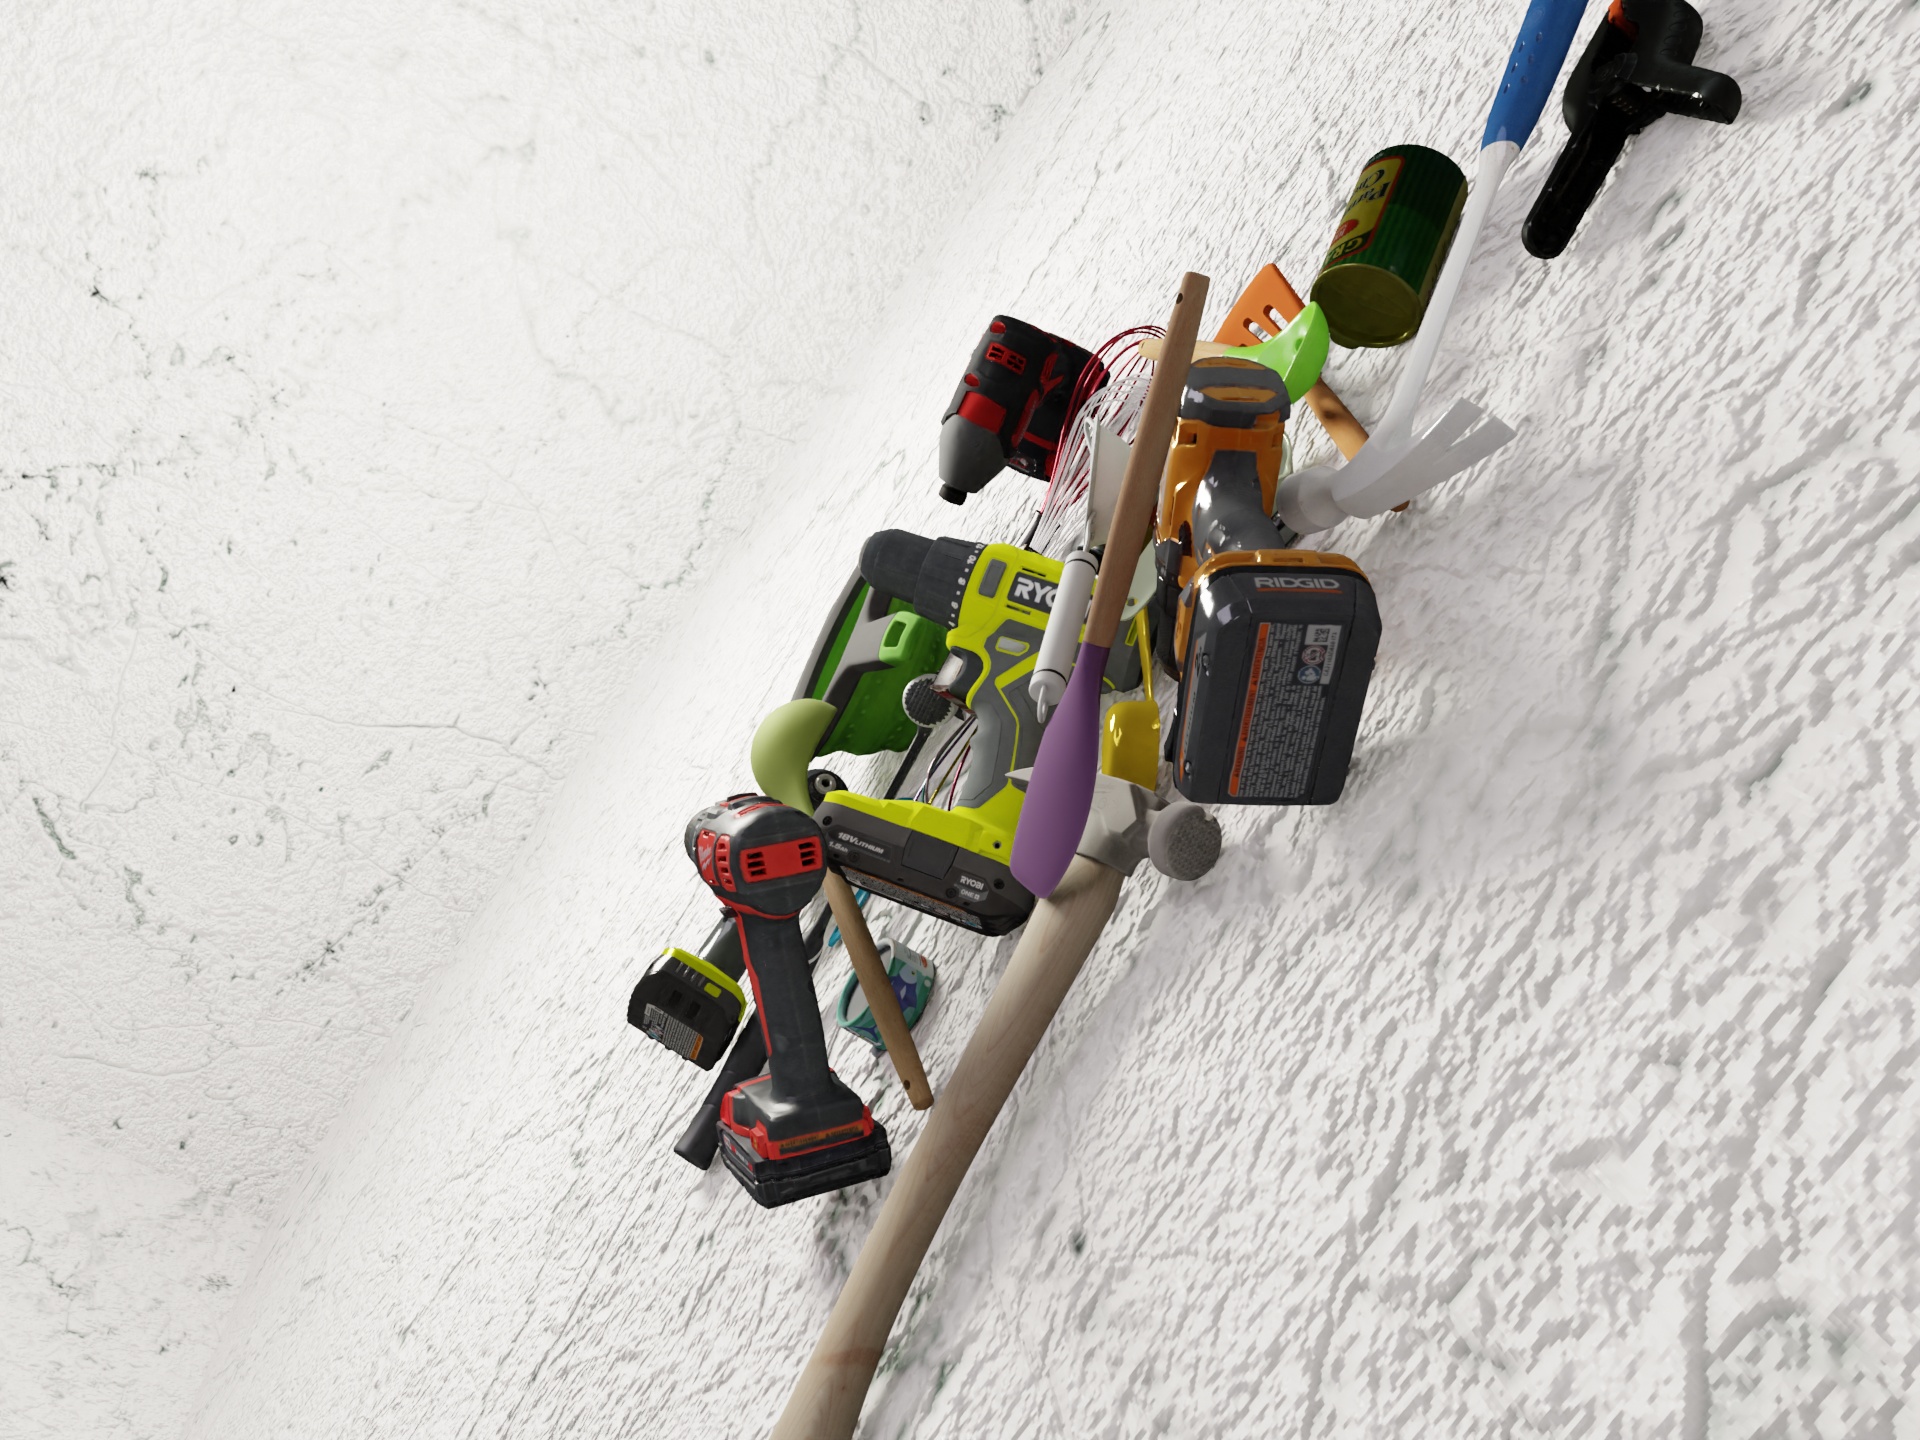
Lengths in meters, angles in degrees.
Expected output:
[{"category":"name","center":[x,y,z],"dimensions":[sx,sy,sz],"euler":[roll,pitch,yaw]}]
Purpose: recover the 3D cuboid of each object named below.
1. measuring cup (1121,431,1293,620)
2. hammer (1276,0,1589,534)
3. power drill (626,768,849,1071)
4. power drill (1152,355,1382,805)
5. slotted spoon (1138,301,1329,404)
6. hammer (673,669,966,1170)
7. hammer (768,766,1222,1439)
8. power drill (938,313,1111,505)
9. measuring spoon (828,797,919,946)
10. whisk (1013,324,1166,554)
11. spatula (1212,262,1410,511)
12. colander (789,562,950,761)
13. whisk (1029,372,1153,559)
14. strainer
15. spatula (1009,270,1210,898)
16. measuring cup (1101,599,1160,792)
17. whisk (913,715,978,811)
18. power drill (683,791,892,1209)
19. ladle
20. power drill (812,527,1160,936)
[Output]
[{"category":"measuring cup","center":[0.138,-0.111,0.935],"dimensions":[0.083,0.038,0.168],"euler":[21,64,31]},{"category":"hammer","center":[0.280,-0.286,0.822],"dimensions":[0.405,0.035,0.144],"euler":[-66,18,-13]},{"category":"power drill","center":[-0.158,0.142,1.211],"dimensions":[0.223,0.080,0.171],"euler":[-58,-1,-28]},{"category":"power drill","center":[0.134,-0.051,0.786],"dimensions":[0.226,0.084,0.185],"euler":[-92,4,-52]},{"category":"slotted spoon","center":[0.170,-0.239,1.038],"dimensions":[0.070,0.031,0.314],"euler":[-66,17,9]},{"category":"hammer","center":[-0.101,0.146,1.140],"dimensions":[0.409,0.036,0.149],"euler":[-61,-5,7]},{"category":"hammer","center":[-0.011,0.213,0.806],"dimensions":[0.146,0.038,0.411],"euler":[16,75,55]},{"category":"power drill","center":[0.043,-0.240,1.251],"dimensions":[0.143,0.078,0.219],"euler":[-65,-10,16]},{"category":"measuring spoon","center":[-0.072,0.111,1.201],"dimensions":[0.128,0.021,0.042],"euler":[-59,18,-10]},{"category":"whisk","center":[0.079,-0.174,1.239],"dimensions":[0.296,0.073,0.073],"euler":[-58,17,13]},{"category":"spatula","center":[0.210,-0.194,0.951],"dimensions":[0.081,0.041,0.323],"euler":[-57,18,24]},{"category":"colander","center":[-0.047,-0.039,1.224],"dimensions":[0.204,0.094,0.397],"euler":[-67,13,-5]},{"category":"whisk","center":[0.067,-0.137,1.197],"dimensions":[0.284,0.070,0.070],"euler":[-57,16,23]},{"category":"strainer","center":[0.072,-0.091,0.907],"dimensions":[0.086,0.050,0.259],"euler":[90,-167,-47]},{"category":"spatula","center":[0.075,-0.062,0.785],"dimensions":[0.060,0.018,0.316],"euler":[33,111,58]},{"category":"measuring cup","center":[0.093,-0.025,0.902],"dimensions":[0.062,0.029,0.157],"euler":[93,178,-59]},{"category":"whisk","center":[0.031,-0.014,1.117],"dimensions":[0.047,0.051,0.245],"euler":[102,-166,-58]},{"category":"power drill","center":[-0.117,0.154,0.948],"dimensions":[0.188,0.080,0.226],"euler":[179,81,-69]},{"category":"ladle","center":[-0.068,0.108,1.008],"dimensions":[0.078,0.062,0.321],"euler":[-54,45,30]},{"category":"power drill","center":[-0.002,-0.003,0.961],"dimensions":[0.080,0.190,0.228],"euler":[76,-145,-71]}]
